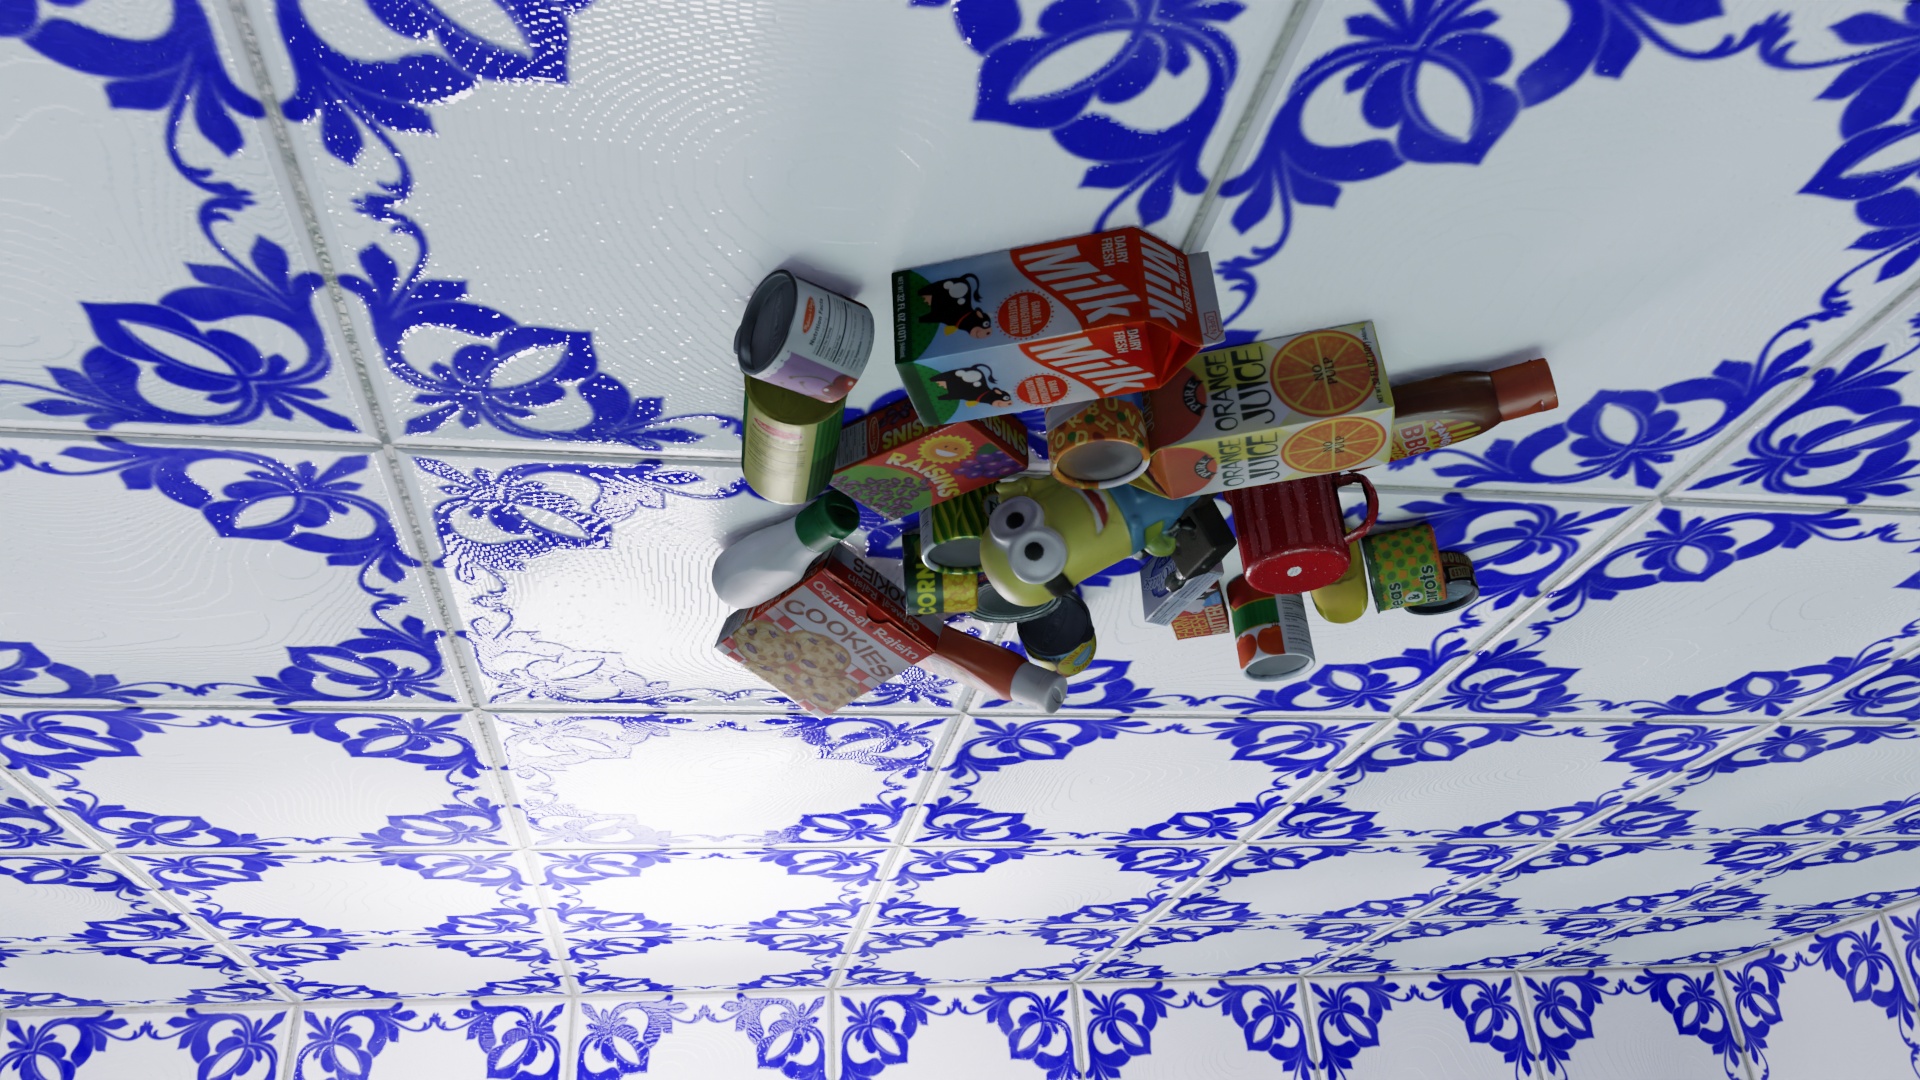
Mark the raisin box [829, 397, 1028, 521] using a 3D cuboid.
[{"bbox_3d":[-0.025,-0.063,0.988,0.123,0.040,0.086,-20,148,29],"label":"raisin box"}]

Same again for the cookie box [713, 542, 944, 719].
[{"bbox_3d":[-0.114,0.081,1.190,0.123,0.040,0.166,38,133,-21],"label":"cookie box"}]

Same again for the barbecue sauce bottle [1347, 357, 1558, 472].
[{"bbox_3d":[0.338,-0.091,0.976,0.148,0.044,0.064,-15,150,20],"label":"barbecue sauce bottle"}]

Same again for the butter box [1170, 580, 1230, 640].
[{"bbox_3d":[0.212,0.058,1.256,0.053,0.024,0.103,-11,151,13],"label":"butter box"}]

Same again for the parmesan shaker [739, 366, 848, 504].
[{"bbox_3d":[-0.114,-0.078,0.922,0.071,0.071,0.102,2,152,-10],"label":"parmesan shaker"}]

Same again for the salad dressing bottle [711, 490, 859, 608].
[{"bbox_3d":[-0.138,0.007,1.099,0.064,0.044,0.147,15,146,-42],"label":"salad dressing bottle"}]

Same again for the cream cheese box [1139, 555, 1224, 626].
[{"bbox_3d":[0.184,0.026,1.164,0.024,0.053,0.103,8,149,-18],"label":"cream cheese box"}]

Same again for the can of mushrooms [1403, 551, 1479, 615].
[{"bbox_3d":[0.426,0.038,1.236,0.071,0.033,0.070,-2,152,-1],"label":"can of mushrooms"}]

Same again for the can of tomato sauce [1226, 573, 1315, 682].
[{"bbox_3d":[0.275,0.077,1.236,0.071,0.083,0.071,-3,151,-2],"label":"can of tomato sauce"}]

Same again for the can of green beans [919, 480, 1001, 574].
[{"bbox_3d":[0.001,-0.013,1.063,0.071,0.058,0.071,-3,152,-2],"label":"can of green beans"}]

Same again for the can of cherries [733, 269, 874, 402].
[{"bbox_3d":[-0.095,-0.123,0.842,0.058,0.072,0.071,17,145,-36],"label":"can of cherries"}]

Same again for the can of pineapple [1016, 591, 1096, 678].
[{"bbox_3d":[0.088,0.085,1.244,0.071,0.071,0.057,-8,152,8],"label":"can of pineapple"}]

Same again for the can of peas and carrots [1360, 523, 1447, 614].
[{"bbox_3d":[0.372,0.025,1.166,0.058,0.071,0.070,-12,150,15],"label":"can of peas and carrots"}]

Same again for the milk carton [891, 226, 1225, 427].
[{"bbox_3d":[0.059,-0.130,0.837,0.190,0.072,0.073,-9,151,10],"label":"milk carton"}]

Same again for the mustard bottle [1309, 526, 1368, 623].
[{"bbox_3d":[0.326,0.040,1.198,0.049,0.065,0.160,-10,155,15],"label":"mustard bottle"}]

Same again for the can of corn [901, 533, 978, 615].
[{"bbox_3d":[-0.017,0.028,1.123,0.058,0.071,0.071,-3,152,-3],"label":"can of corn"}]

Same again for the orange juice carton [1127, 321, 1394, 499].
[{"bbox_3d":[0.188,-0.083,0.942,0.193,0.072,0.072,-10,150,10],"label":"orange juice carton"}]

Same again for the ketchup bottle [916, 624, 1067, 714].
[{"bbox_3d":[0.025,0.114,1.243,0.149,0.043,0.064,18,160,32],"label":"ketchup bottle"}]

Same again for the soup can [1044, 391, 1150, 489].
[{"bbox_3d":[0.086,-0.086,0.911,0.071,0.084,0.071,-3,151,-1],"label":"soup can"}]
